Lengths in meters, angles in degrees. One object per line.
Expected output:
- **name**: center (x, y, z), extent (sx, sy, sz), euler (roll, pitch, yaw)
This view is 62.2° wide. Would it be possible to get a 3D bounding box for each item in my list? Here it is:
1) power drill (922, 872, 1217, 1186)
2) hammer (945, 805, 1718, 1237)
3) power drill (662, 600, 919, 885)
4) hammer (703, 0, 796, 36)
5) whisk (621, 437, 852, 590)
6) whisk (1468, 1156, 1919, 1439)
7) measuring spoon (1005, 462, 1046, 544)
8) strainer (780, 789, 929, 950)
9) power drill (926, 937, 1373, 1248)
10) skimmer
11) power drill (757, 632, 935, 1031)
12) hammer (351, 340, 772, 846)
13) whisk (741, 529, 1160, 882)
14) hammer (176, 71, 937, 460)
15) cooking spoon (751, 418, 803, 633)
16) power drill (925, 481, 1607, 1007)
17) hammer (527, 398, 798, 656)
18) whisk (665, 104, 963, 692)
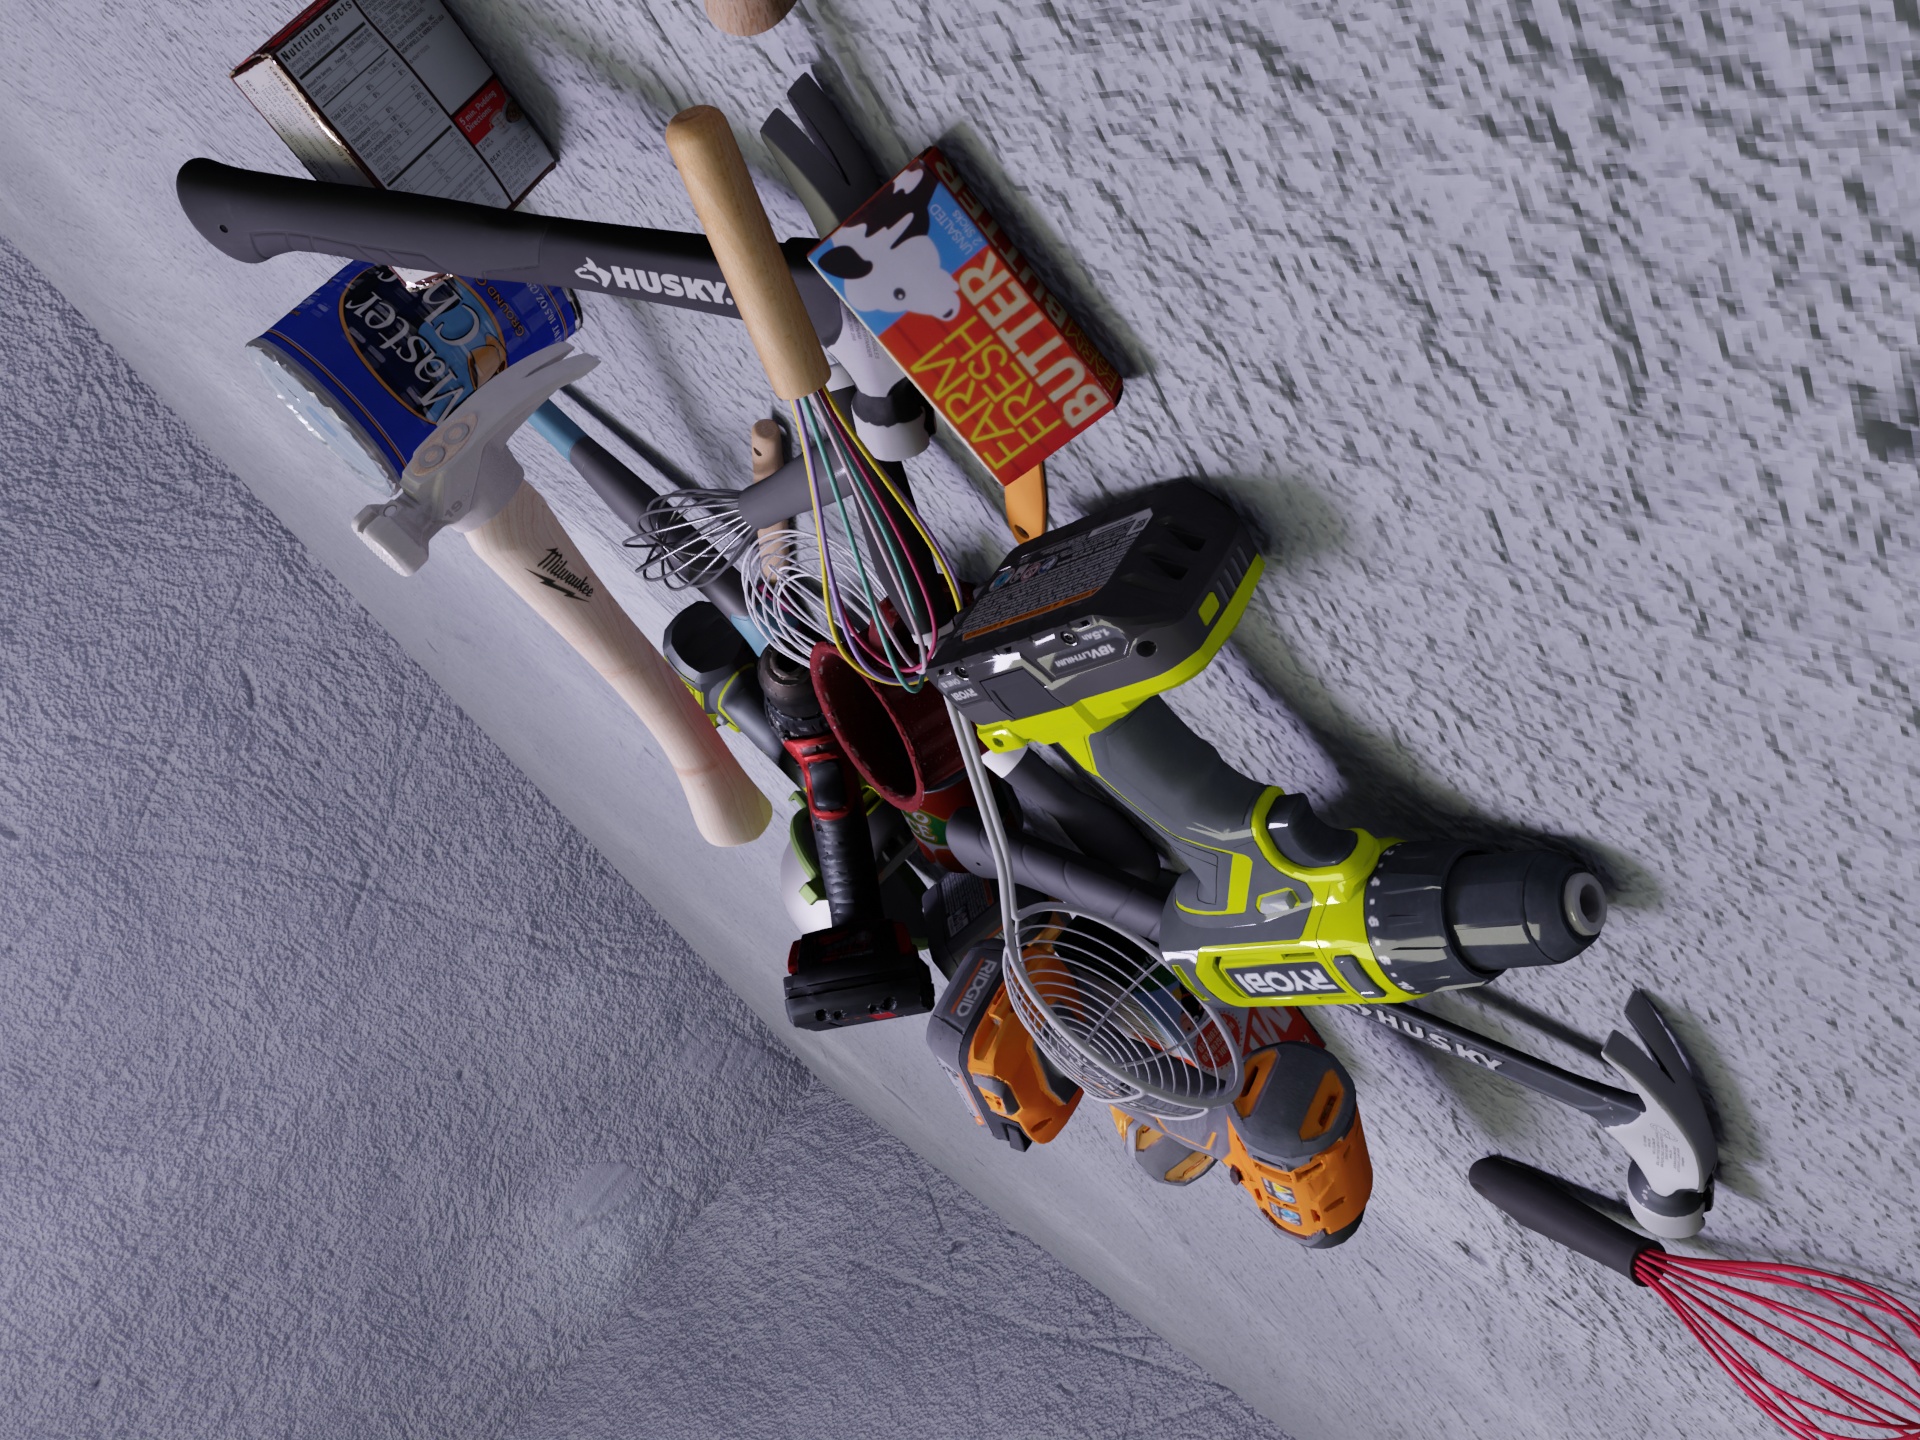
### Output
- **power drill**: center (0.074, 0.181, 1.048), extent (0.226, 0.084, 0.185), euler (48, -173, -14)
- **hammer**: center (0.151, 0.117, 0.768), extent (0.409, 0.036, 0.149), euler (20, 151, 37)
- **power drill**: center (-0.124, 0.024, 1.154), extent (0.223, 0.080, 0.171), euler (44, 163, 6)
- **hammer**: center (-0.064, -0.254, 0.326), extent (0.031, 0.130, 0.331), euler (36, 170, 7)
- **whisk**: center (-0.102, -0.107, 0.786), extent (0.055, 0.055, 0.239), euler (49, 148, -20)
- **whisk**: center (0.339, 0.264, 0.752), extent (0.073, 0.073, 0.296), euler (48, 169, -17)
- **measuring spoon**: center (0.023, -0.099, 0.639), extent (0.021, 0.011, 0.116), euler (36, 162, 19)
- **strainer**: center (-0.053, 0.170, 1.277), extent (0.256, 0.069, 0.152), euler (36, -163, -25)
- **power drill**: center (0.108, 0.208, 0.845), extent (0.227, 0.084, 0.164), euler (14, 147, 31)
- **skimmer**: center (0.034, 0.010, 0.699), extent (0.127, 0.090, 0.363), euler (-57, -49, -68)
- **power drill**: center (-0.075, 0.064, 0.945), extent (0.187, 0.080, 0.227), euler (77, -177, -77)
- **hammer**: center (-0.191, -0.041, 0.948), extent (0.038, 0.146, 0.410), euler (32, 163, 30)
- **whisk**: center (-0.001, -0.003, 0.856), extent (0.284, 0.070, 0.070), euler (39, 163, -7)
- **hammer**: center (-0.172, -0.190, 0.624), extent (0.335, 0.035, 0.146), euler (14, 146, 19)
- **cooking spoon**: center (-0.108, -0.092, 0.929), extent (0.069, 0.017, 0.318), euler (44, 164, 10)
- **power drill**: center (0.114, 0.024, 0.608), extent (0.228, 0.080, 0.190), euler (48, 146, -20)
- **hammer**: center (-0.222, -0.155, 0.973), extent (0.331, 0.033, 0.128), euler (43, 163, 11)
- **whisk**: center (-0.053, -0.102, 0.580), extent (0.047, 0.051, 0.244), euler (-1, 133, 25)
